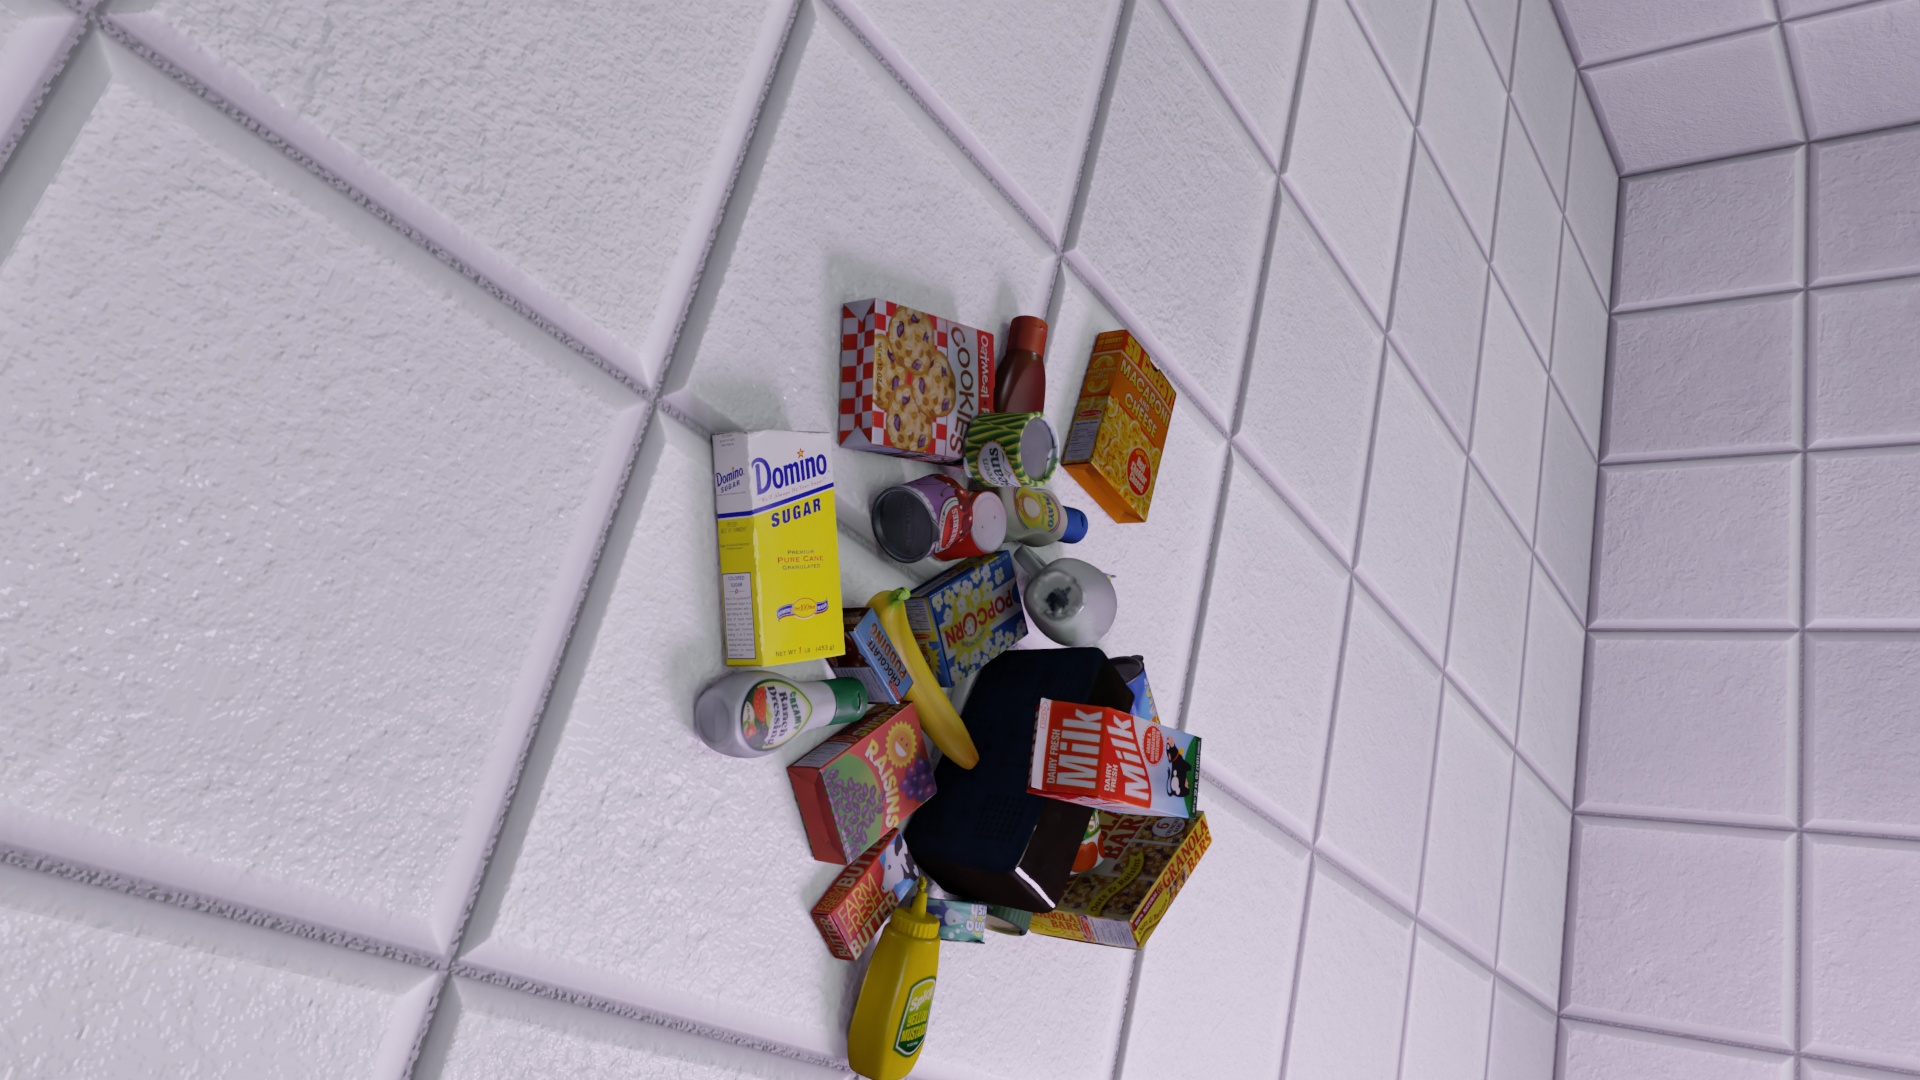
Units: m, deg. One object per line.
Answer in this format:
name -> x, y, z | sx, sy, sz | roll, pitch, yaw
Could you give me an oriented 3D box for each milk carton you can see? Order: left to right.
milk carton -> 0.117, 0.179, 1.133 | 0.190, 0.073, 0.072 | 22, 69, -47

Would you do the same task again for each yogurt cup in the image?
yogurt cup -> 0.004, -0.015, 1.232 | 0.072, 0.054, 0.072 | 3, 86, -52

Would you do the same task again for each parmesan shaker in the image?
parmesan shaker -> 0.045, 0.295, 1.247 | 0.071, 0.071, 0.103 | 45, 54, -41

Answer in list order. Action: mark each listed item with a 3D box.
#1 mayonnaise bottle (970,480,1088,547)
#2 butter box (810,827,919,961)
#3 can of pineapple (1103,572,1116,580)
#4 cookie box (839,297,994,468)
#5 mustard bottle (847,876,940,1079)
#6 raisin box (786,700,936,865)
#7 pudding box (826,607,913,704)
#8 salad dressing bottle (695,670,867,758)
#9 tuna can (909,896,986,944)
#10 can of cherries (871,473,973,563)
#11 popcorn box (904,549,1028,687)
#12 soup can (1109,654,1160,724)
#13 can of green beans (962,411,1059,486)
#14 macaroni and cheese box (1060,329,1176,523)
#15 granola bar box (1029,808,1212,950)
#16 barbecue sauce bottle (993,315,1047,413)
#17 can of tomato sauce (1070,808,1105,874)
mayonnaise bottle -> 0.068, -0.023, 1.323 | 0.148, 0.041, 0.065 | 11, 66, -52
butter box -> -0.076, 0.286, 1.130 | 0.104, 0.024, 0.053 | -46, 123, -43
can of pineapple -> 0.115, 0.060, 1.356 | 0.071, 0.071, 0.058 | 11, 80, -51
cookie box -> -0.033, -0.132, 1.203 | 0.167, 0.040, 0.123 | 7, 82, -52
mustard bottle -> -0.047, 0.351, 1.120 | 0.065, 0.049, 0.160 | 13, 91, -60
raisin box -> -0.077, 0.193, 1.125 | 0.124, 0.040, 0.086 | -31, 110, -50
pudding box -> -0.079, 0.094, 1.121 | 0.030, 0.049, 0.083 | -54, 128, -41
salad dressing bottle -> -0.132, 0.128, 1.055 | 0.148, 0.044, 0.064 | -2, 90, -52
tuna can -> -0.009, 0.321, 1.175 | 0.071, 0.071, 0.033 | 23, 69, -49
can of cherries -> -0.030, -0.018, 1.175 | 0.058, 0.071, 0.071 | -22, 105, -51
popcorn box -> 0.004, 0.068, 1.239 | 0.127, 0.038, 0.085 | -29, 110, -49
soup can -> 0.168, 0.169, 1.416 | 0.072, 0.071, 0.083 | -40, 119, -46
can of green beans -> 0.046, -0.080, 1.221 | 0.071, 0.058, 0.071 | -4, 95, -52
macaroni and cheese box -> 0.171, -0.119, 1.465 | 0.123, 0.040, 0.167 | 42, 56, -43
granola bar box -> 0.152, 0.320, 1.339 | 0.166, 0.124, 0.039 | -41, 119, -46
barbecue sauce bottle -> 0.055, -0.140, 1.315 | 0.065, 0.043, 0.149 | 31, 63, -47
can of tomato sauce -> 0.101, 0.267, 1.322 | 0.071, 0.071, 0.083 | -23, 106, -50
